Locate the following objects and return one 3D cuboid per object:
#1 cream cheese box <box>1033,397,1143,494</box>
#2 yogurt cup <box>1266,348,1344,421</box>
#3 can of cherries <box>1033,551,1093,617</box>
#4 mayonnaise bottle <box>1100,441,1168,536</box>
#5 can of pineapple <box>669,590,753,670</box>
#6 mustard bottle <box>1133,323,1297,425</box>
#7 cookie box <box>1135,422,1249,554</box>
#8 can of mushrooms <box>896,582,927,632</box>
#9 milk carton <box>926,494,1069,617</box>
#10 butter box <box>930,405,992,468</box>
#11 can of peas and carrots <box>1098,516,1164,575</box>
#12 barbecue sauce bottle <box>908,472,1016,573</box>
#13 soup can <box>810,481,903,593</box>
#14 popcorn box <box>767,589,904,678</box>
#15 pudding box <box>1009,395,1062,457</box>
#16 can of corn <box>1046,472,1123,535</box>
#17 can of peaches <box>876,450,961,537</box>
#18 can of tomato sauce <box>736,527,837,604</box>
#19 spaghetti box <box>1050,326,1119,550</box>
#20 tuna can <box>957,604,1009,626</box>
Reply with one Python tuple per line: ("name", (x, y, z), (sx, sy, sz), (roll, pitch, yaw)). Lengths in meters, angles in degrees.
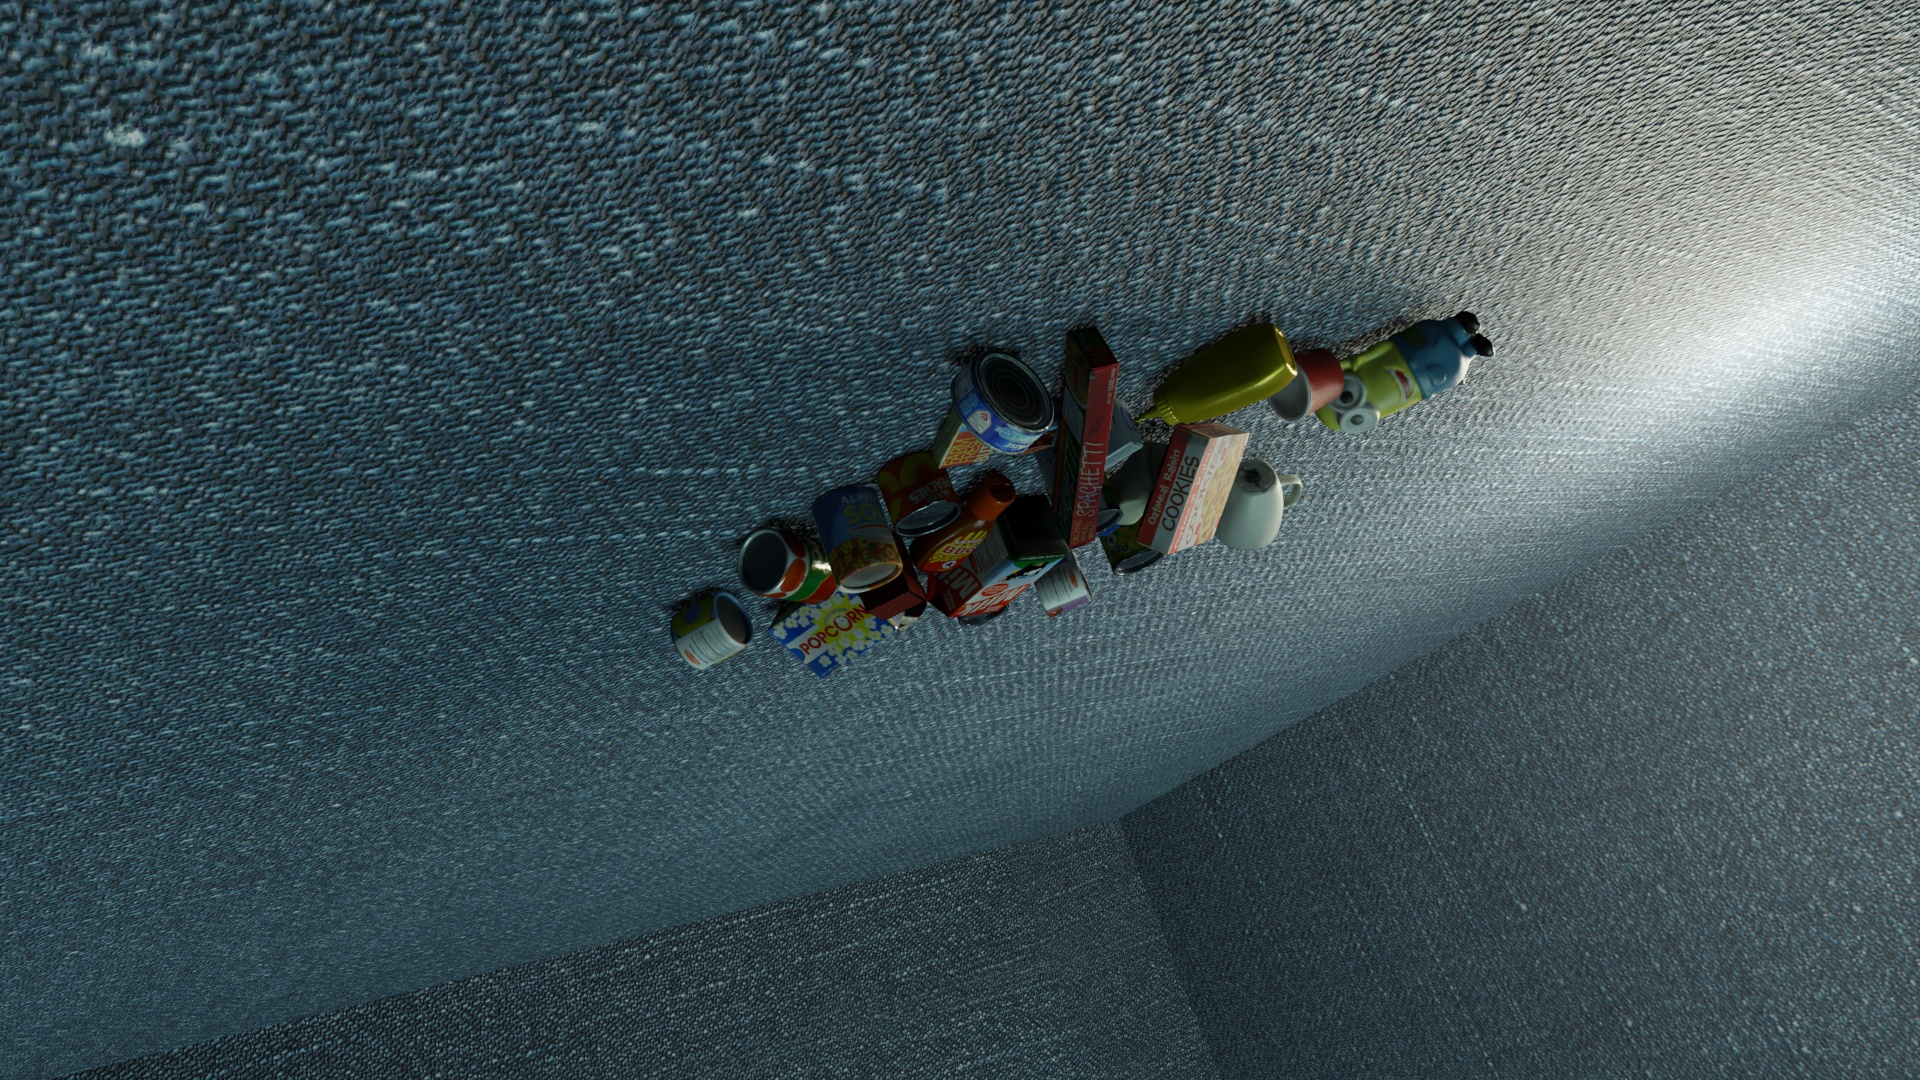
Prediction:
("cream cheese box", (0.123, -0.090, 1.346), (0.103, 0.053, 0.024), (-33, 155, 29))
("yogurt cup", (0.341, -0.157, 1.375), (0.054, 0.072, 0.072), (-21, 161, -23))
("can of cherries", (0.124, 0.055, 1.700), (0.058, 0.071, 0.071), (-23, 160, 7))
("mayonnaise bottle", (0.181, -0.049, 1.498), (0.041, 0.065, 0.147), (7, 155, -18))
("can of pineapple", (-0.254, 0.091, 1.425), (0.058, 0.071, 0.071), (-28, 159, 18))
("mustard bottle", (0.233, -0.146, 1.303), (0.160, 0.065, 0.049), (-24, 155, 29))
("cookie box", (0.237, -0.056, 1.412), (0.168, 0.040, 0.122), (-12, 122, -64))
("can of mushrooms", (-0.070, 0.064, 1.535), (0.071, 0.071, 0.033), (0, 150, -44))
("milk carton", (0.030, 0.028, 1.526), (0.072, 0.073, 0.189), (-4, 155, -37))
("butter box", (0.012, -0.102, 1.249), (0.053, 0.024, 0.103), (-12, 158, -22))
("can of peas and carrots", (0.200, 0.002, 1.649), (0.071, 0.059, 0.070), (-18, 159, -7))
("barbecue sauce bottle", (0.005, -0.018, 1.429), (0.065, 0.044, 0.147), (-5, 154, -35))
("soup can", (-0.096, -0.003, 1.310), (0.071, 0.084, 0.071), (-19, 159, -7))
("popcorn box", (-0.134, 0.086, 1.498), (0.126, 0.085, 0.038), (-34, -160, 32))
("pudding box", (0.084, -0.109, 1.292), (0.084, 0.030, 0.049), (-16, 160, -14))
("can of corn", (0.131, -0.040, 1.473), (0.071, 0.058, 0.071), (-19, 160, -7))
("can of peaches", (-0.038, -0.045, 1.297), (0.071, 0.058, 0.071), (-18, 159, -7))
("can of tomato sauce", (-0.163, 0.024, 1.339), (0.071, 0.071, 0.083), (-31, 157, 24))
("spaghetti box", (0.110, -0.086, 1.257), (0.029, 0.050, 0.248), (-16, 144, -12))
("tuna can", (0.024, 0.078, 1.709), (0.071, 0.033, 0.071), (-18, 160, -7))
